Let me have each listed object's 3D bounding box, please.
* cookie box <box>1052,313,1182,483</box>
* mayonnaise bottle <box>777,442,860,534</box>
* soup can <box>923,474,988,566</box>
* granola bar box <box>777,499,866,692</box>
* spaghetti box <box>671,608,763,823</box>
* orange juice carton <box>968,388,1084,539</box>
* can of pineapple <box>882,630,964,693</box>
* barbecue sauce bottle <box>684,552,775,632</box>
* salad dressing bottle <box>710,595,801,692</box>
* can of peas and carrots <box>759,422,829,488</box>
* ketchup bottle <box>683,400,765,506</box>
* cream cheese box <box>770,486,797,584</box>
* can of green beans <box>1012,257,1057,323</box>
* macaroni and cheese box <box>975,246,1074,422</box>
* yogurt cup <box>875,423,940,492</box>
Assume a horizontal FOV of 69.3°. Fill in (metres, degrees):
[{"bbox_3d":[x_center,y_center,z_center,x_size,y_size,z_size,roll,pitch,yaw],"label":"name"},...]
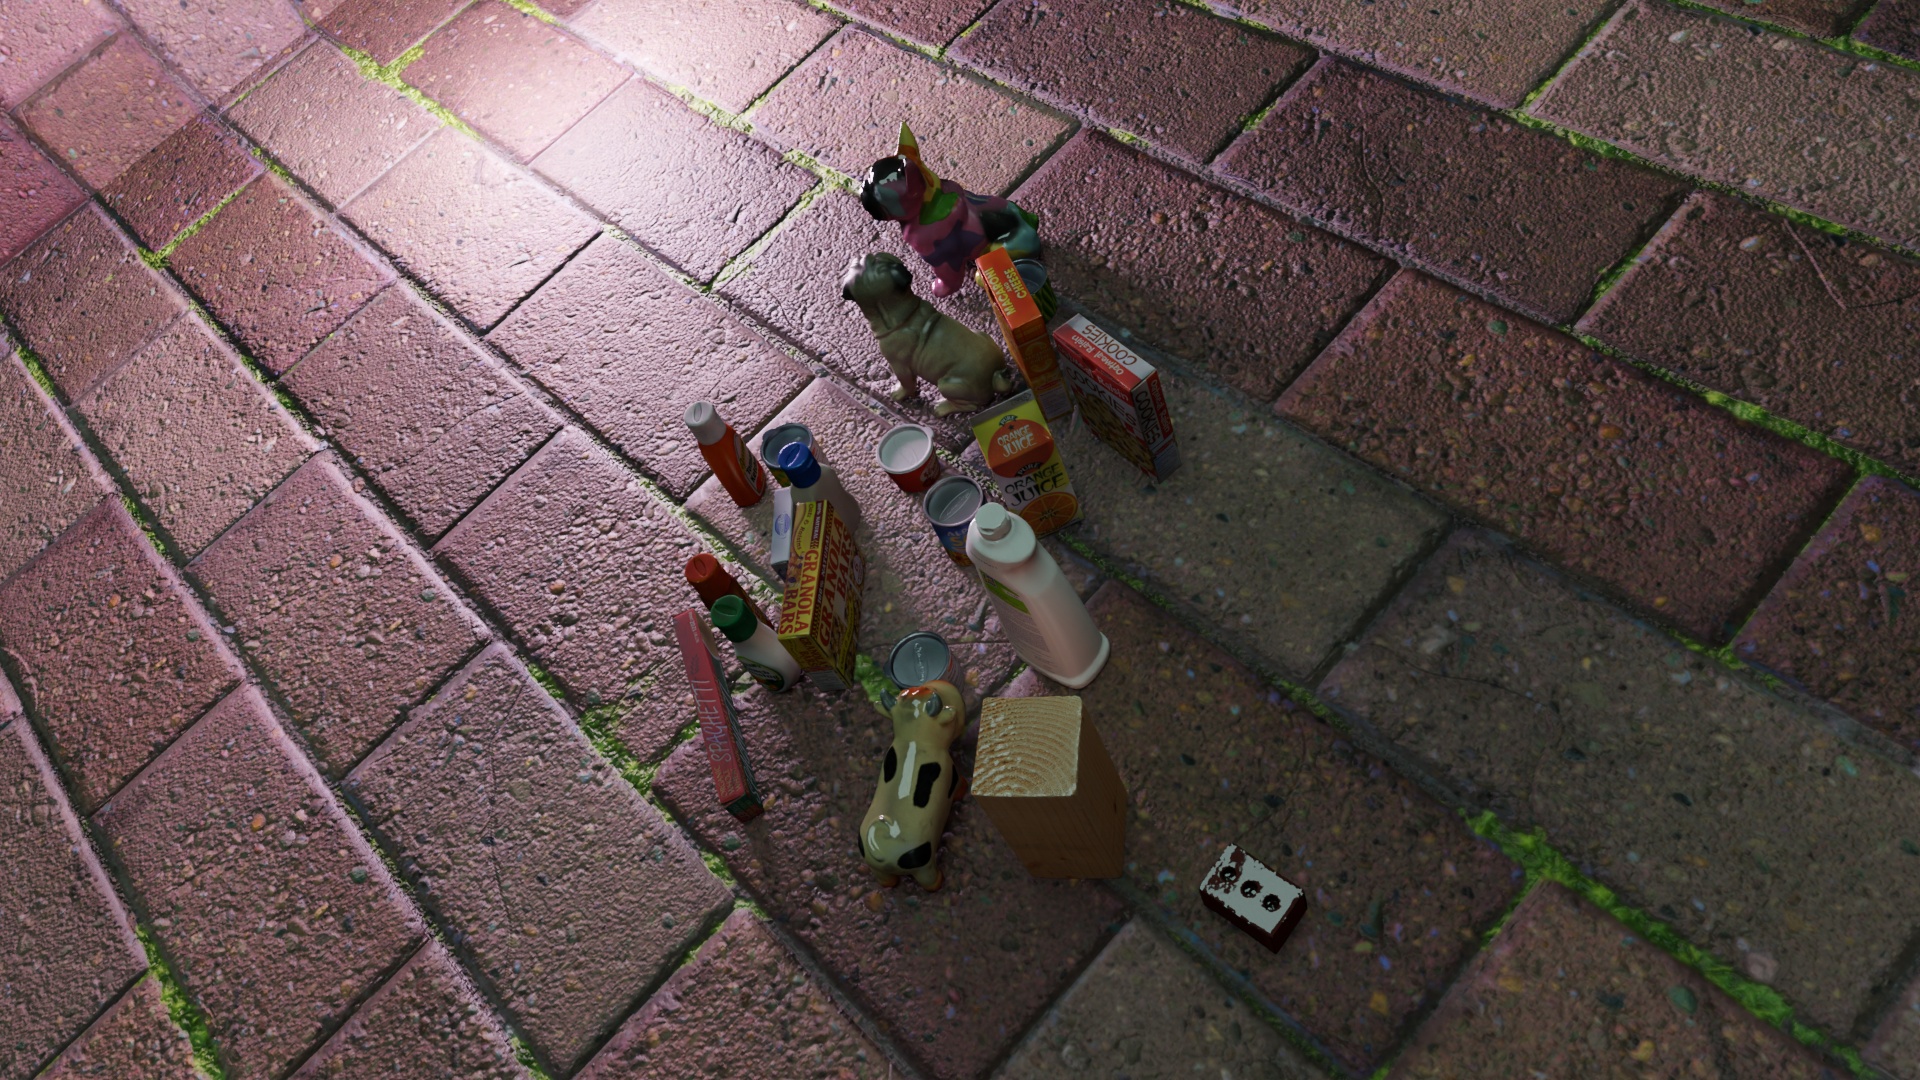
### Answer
[{"bbox_3d":[0.167,-0.149,1.475,0.040,0.166,0.123,-41,54,-9],"label":"cookie box"},{"bbox_3d":[-0.157,-0.052,1.535,0.041,0.147,0.065,13,63,27],"label":"mayonnaise bottle"},{"bbox_3d":[0.005,-0.019,1.496,0.071,0.083,0.072,-9,55,14],"label":"soup can"},{"bbox_3d":[-0.143,0.059,1.470,0.039,0.123,0.166,-7,56,15],"label":"granola bar box"},{"bbox_3d":[-0.259,0.182,1.474,0.029,0.050,0.251,-26,53,2],"label":"spaghetti box"},{"bbox_3d":[0.066,-0.085,1.451,0.072,0.192,0.073,-24,53,3],"label":"orange juice carton"},{"bbox_3d":[-0.036,0.135,1.424,0.071,0.057,0.071,-9,55,14],"label":"can of pineapple"},{"bbox_3d":[-0.247,0.067,1.486,0.044,0.148,0.065,-33,53,-4],"label":"barbecue sauce bottle"},{"bbox_3d":[-0.214,0.108,1.448,0.064,0.147,0.044,15,64,27],"label":"salad dressing bottle"},{"bbox_3d":[-0.196,-0.097,1.634,0.071,0.058,0.071,-9,55,14],"label":"can of peas and carrots"},{"bbox_3d":[-0.273,-0.103,1.609,0.043,0.148,0.065,-12,55,11],"label":"ketchup bottle"},{"bbox_3d":[-0.193,-0.004,1.574,0.024,0.053,0.104,-11,55,13],"label":"cream cheese box"},{"bbox_3d":[0.078,-0.297,1.673,0.071,0.057,0.071,-9,55,14],"label":"can of green beans"},{"bbox_3d":[0.073,-0.229,1.562,0.040,0.165,0.124,-25,53,2],"label":"macaroni and cheese box"},{"bbox_3d":[-0.057,-0.091,1.585,0.072,0.053,0.073,-9,55,14],"label":"yogurt cup"}]
